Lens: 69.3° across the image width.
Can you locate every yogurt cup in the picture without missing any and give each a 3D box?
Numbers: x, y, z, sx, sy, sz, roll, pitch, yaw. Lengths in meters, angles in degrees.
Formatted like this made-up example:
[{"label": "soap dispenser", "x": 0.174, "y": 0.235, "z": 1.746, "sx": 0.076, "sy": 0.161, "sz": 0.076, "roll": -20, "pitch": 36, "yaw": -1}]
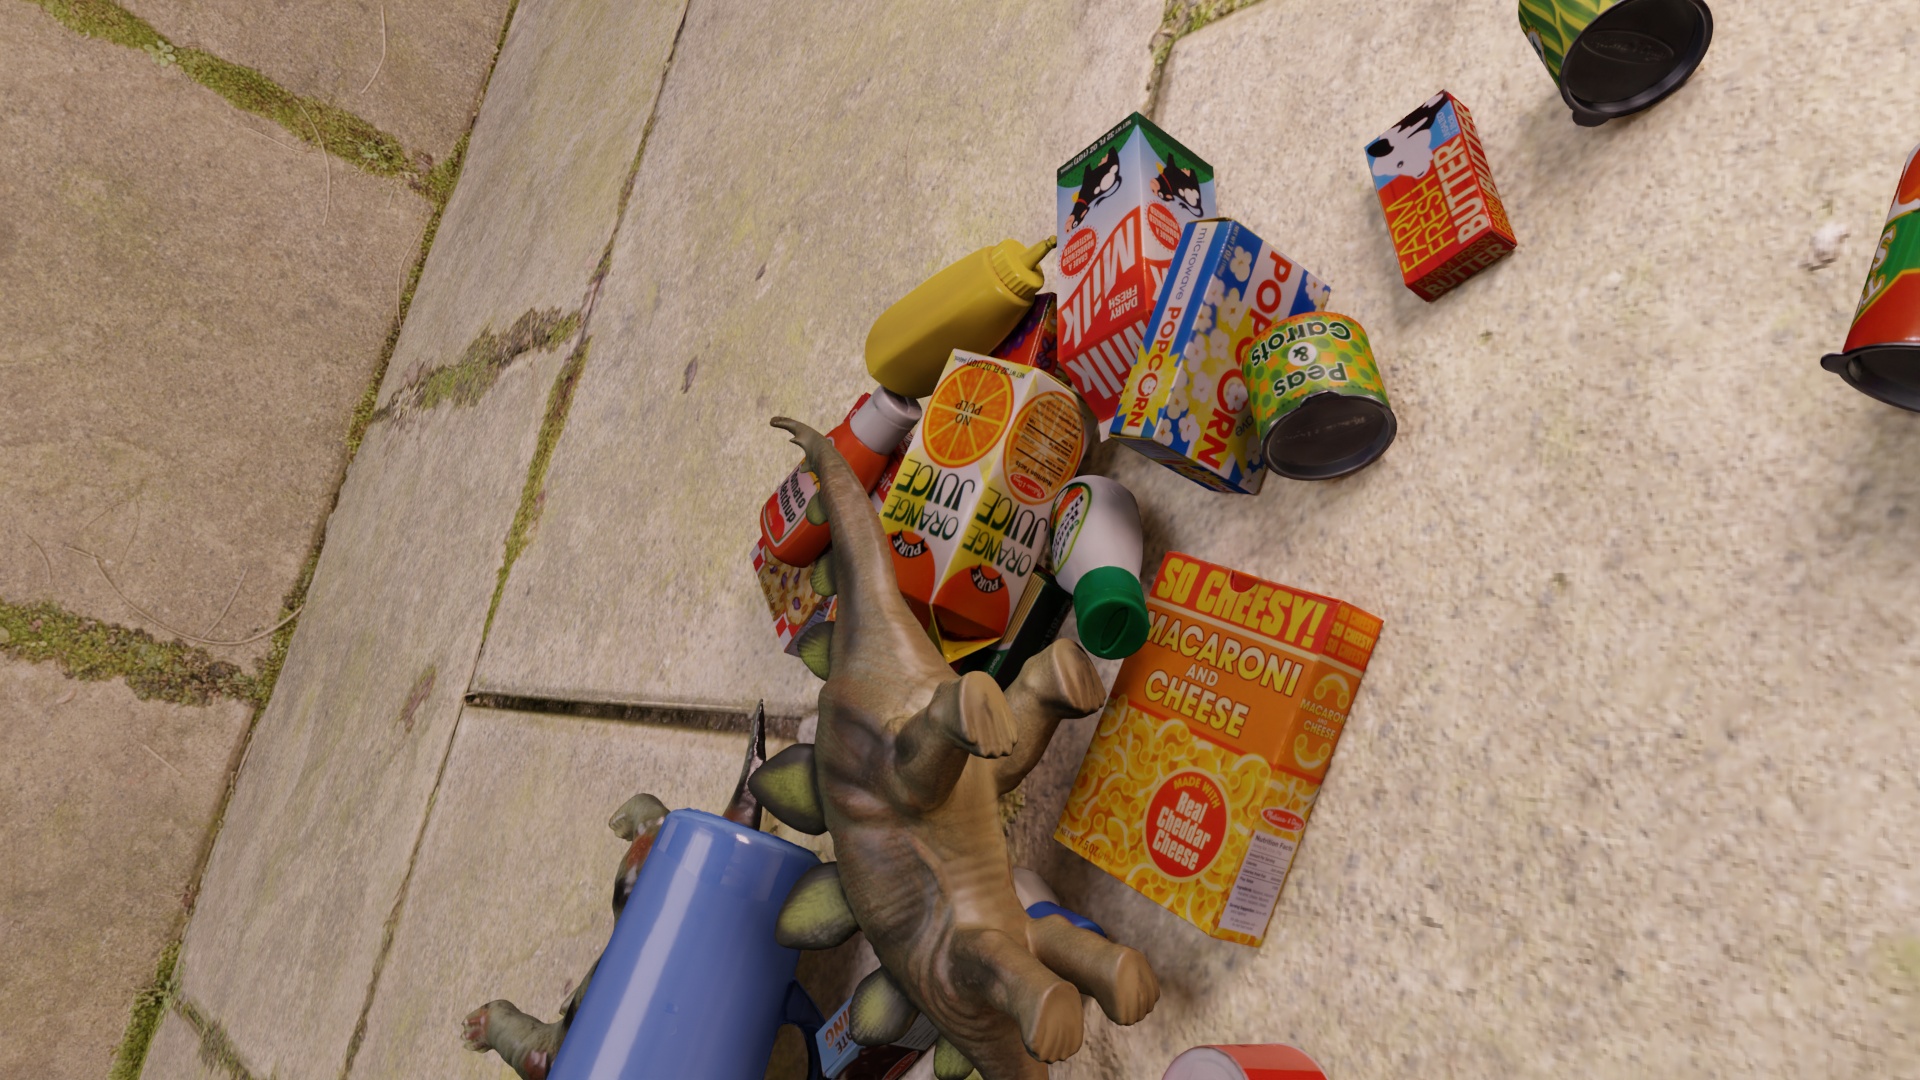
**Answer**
[{"label": "yogurt cup", "x": 0.121, "y": 0.249, "z": 0.597, "sx": 0.072, "sy": 0.054, "sz": 0.073, "roll": -30, "pitch": 48, "yaw": 40}]

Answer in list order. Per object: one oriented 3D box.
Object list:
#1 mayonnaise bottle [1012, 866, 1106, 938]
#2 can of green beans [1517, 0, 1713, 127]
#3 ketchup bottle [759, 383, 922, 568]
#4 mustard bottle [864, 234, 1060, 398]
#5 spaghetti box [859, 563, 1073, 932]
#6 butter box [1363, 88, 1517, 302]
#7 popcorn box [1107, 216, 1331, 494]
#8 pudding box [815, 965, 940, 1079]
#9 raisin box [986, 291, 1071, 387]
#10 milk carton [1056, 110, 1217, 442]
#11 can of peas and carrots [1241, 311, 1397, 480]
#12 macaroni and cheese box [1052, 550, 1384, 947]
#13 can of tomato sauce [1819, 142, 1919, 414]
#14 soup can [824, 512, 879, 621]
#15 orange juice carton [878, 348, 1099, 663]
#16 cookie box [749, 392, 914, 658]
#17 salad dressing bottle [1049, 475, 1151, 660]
[{"label": "mayonnaise bottle", "x": 0.020, "y": 0.206, "z": 0.769, "sx": 0.148, "sy": 0.041, "sz": 0.065, "roll": 8, "pitch": 78, "yaw": 54}, {"label": "can of green beans", "x": 0.297, "y": -0.237, "z": 0.634, "sx": 0.071, "sy": 0.071, "sz": 0.058, "roll": -39, "pitch": 42, "yaw": 34}, {"label": "ketchup bottle", "x": -0.084, "y": -0.049, "z": 0.982, "sx": 0.148, "sy": 0.043, "sz": 0.065, "roll": -46, "pitch": 41, "yaw": 27}, {"label": "mustard bottle", "x": 0.007, "y": -0.153, "z": 0.909, "sx": 0.159, "sy": 0.065, "sz": 0.049, "roll": -33, "pitch": 50, "yaw": 32}, {"label": "spaghetti box", "x": -0.008, "y": 0.128, "z": 0.863, "sx": 0.050, "sy": 0.028, "sz": 0.249, "roll": 36, "pitch": 101, "yaw": 54}, {"label": "butter box", "x": 0.243, "y": -0.176, "z": 0.708, "sx": 0.053, "sy": 0.024, "sz": 0.104, "roll": -35, "pitch": 45, "yaw": 39}, {"label": "popcorn box", "x": 0.140, "y": -0.098, "z": 0.746, "sx": 0.038, "sy": 0.085, "sz": 0.126, "roll": 15, "pitch": 83, "yaw": 55}, {"label": "pudding box", "x": -0.040, "y": 0.277, "z": 0.800, "sx": 0.083, "sy": 0.049, "sz": 0.030, "roll": -51, "pitch": 36, "yaw": 21}, {"label": "raisin box", "x": 0.031, "y": -0.101, "z": 0.935, "sx": 0.086, "sy": 0.040, "sz": 0.123, "roll": 3, "pitch": 72, "yaw": 55}, {"label": "milk carton", "x": 0.107, "y": -0.152, "z": 0.832, "sx": 0.072, "sy": 0.073, "sz": 0.191, "roll": -27, "pitch": 51, "yaw": 43}, {"label": "can of peas and carrots", "x": 0.177, "y": -0.073, "z": 0.695, "sx": 0.070, "sy": 0.071, "sz": 0.059, "roll": -37, "pitch": 44, "yaw": 36}, {"label": "macaroni and cheese box", "x": 0.124, "y": 0.097, "z": 0.693, "sx": 0.124, "sy": 0.040, "sz": 0.166, "roll": 19, "pitch": 86, "yaw": 55}, {"label": "can of tomato sauce", "x": 0.349, "y": -0.091, "z": 0.478, "sx": 0.071, "sy": 0.071, "sz": 0.083, "roll": 15, "pitch": 83, "yaw": 55}, {"label": "soup can", "x": -0.045, "y": 0.030, "z": 0.940, "sx": 0.071, "sy": 0.071, "sz": 0.084, "roll": 16, "pitch": 85, "yaw": 55}, {"label": "orange juice carton", "x": 0.003, "y": -0.010, "z": 0.831, "sx": 0.072, "sy": 0.073, "sz": 0.192, "roll": 21, "pitch": 85, "yaw": 44}, {"label": "cookie box", "x": -0.089, "y": -0.010, "z": 1.041, "sx": 0.167, "sy": 0.040, "sz": 0.123, "roll": -53, "pitch": 37, "yaw": 19}, {"label": "salad dressing bottle", "x": 0.077, "y": 0.013, "z": 0.760, "sx": 0.148, "sy": 0.044, "sz": 0.064, "roll": -92, "pitch": 25, "yaw": -65}]
